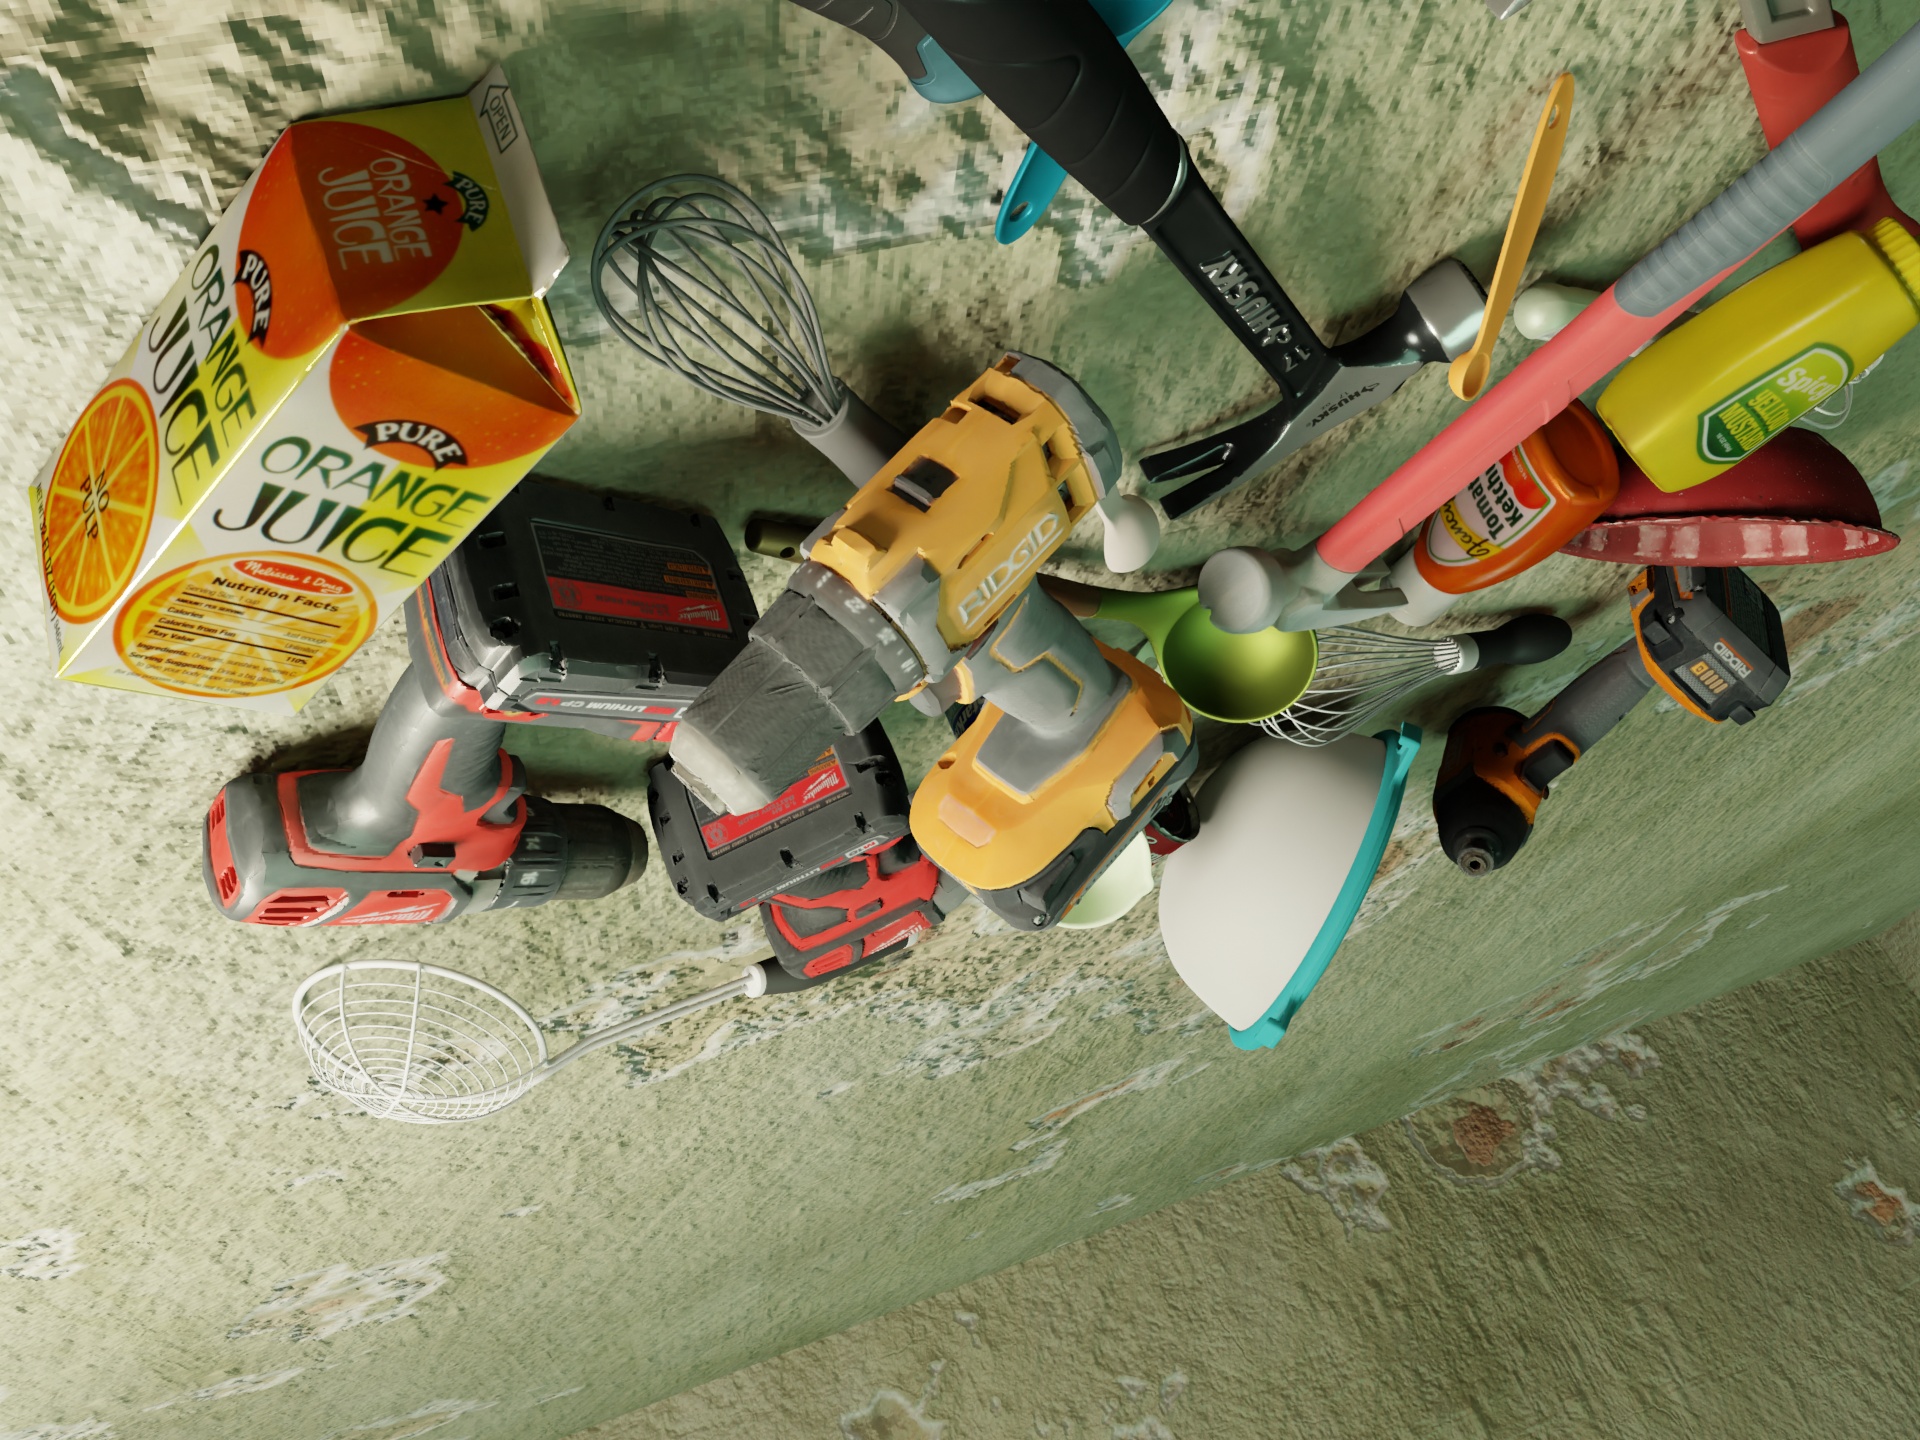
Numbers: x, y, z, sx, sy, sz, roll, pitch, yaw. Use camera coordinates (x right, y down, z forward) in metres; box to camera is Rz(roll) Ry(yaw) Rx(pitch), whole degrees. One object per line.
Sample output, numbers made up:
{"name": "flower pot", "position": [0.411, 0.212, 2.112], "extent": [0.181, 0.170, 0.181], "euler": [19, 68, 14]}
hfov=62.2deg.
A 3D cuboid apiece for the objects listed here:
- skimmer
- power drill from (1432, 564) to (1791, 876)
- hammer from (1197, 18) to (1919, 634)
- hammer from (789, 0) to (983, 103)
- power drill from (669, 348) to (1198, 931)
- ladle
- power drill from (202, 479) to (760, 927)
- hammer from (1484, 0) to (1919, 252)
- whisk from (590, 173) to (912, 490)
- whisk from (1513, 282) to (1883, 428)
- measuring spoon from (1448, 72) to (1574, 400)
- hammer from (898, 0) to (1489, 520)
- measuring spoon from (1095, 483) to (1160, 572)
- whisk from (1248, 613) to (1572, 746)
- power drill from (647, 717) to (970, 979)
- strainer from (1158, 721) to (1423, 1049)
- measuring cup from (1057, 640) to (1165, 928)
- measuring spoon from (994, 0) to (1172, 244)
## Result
{"name": "skimmer", "position": [-0.180, 0.140, 0.899], "extent": [0.363, 0.090, 0.127], "euler": [-14, 151, -41]}
{"name": "power drill", "position": [0.385, 0.004, 0.976], "extent": [0.226, 0.084, 0.164], "euler": [-44, -175, 35]}
{"name": "hammer", "position": [0.263, -0.154, 0.620], "extent": [0.143, 0.038, 0.386], "euler": [-9, 155, -45]}
{"name": "hammer", "position": [-0.104, -0.198, 0.324], "extent": [0.330, 0.033, 0.128], "euler": [5, 143, -45]}
{"name": "power drill", "position": [-0.001, -0.002, 0.598], "extent": [0.185, 0.084, 0.226], "euler": [-47, 146, -12]}
{"name": "ladle", "position": [0.044, -0.047, 0.702], "extent": [0.320, 0.062, 0.078], "euler": [7, 134, -42]}
{"name": "power drill", "position": [-0.166, 0.013, 0.623], "extent": [0.187, 0.080, 0.226], "euler": [6, 144, -45]}
{"name": "hammer", "position": [0.307, -0.230, 0.594], "extent": [0.149, 0.037, 0.358], "euler": [-35, 151, 23]}
{"name": "whisk", "position": [-0.045, -0.107, 0.532], "extent": [0.055, 0.055, 0.238], "euler": [-30, 158, 12]}
{"name": "whisk", "position": [0.338, -0.170, 0.724], "extent": [0.246, 0.059, 0.058], "euler": [0, 173, -32]}
{"name": "measuring spoon", "position": [0.199, -0.175, 0.579], "extent": [0.021, 0.011, 0.117], "euler": [-7, 117, -47]}
{"name": "hammer", "position": [0.060, -0.155, 0.484], "extent": [0.149, 0.036, 0.408], "euler": [-33, 159, 20]}
{"name": "measuring spoon", "position": [0.063, -0.098, 0.648], "extent": [0.018, 0.034, 0.124], "euler": [16, 162, 25]}
{"name": "whisk", "position": [0.261, -0.033, 0.908], "extent": [0.284, 0.070, 0.070], "euler": [-10, 151, -36]}
{"name": "power drill", "position": [-0.057, 0.065, 0.809], "extent": [0.143, 0.079, 0.219], "euler": [-25, 157, 4]}
{"name": "strainer", "position": [0.176, 0.089, 1.018], "extent": [0.211, 0.095, 0.340], "euler": [-63, 179, -5]}
{"name": "measuring cup", "position": [0.078, 0.030, 0.851], "extent": [0.083, 0.038, 0.167], "euler": [17, 106, -2]}
{"name": "measuring spoon", "position": [0.030, -0.190, 0.472], "extent": [0.042, 0.021, 0.128], "euler": [-24, 165, -26]}
